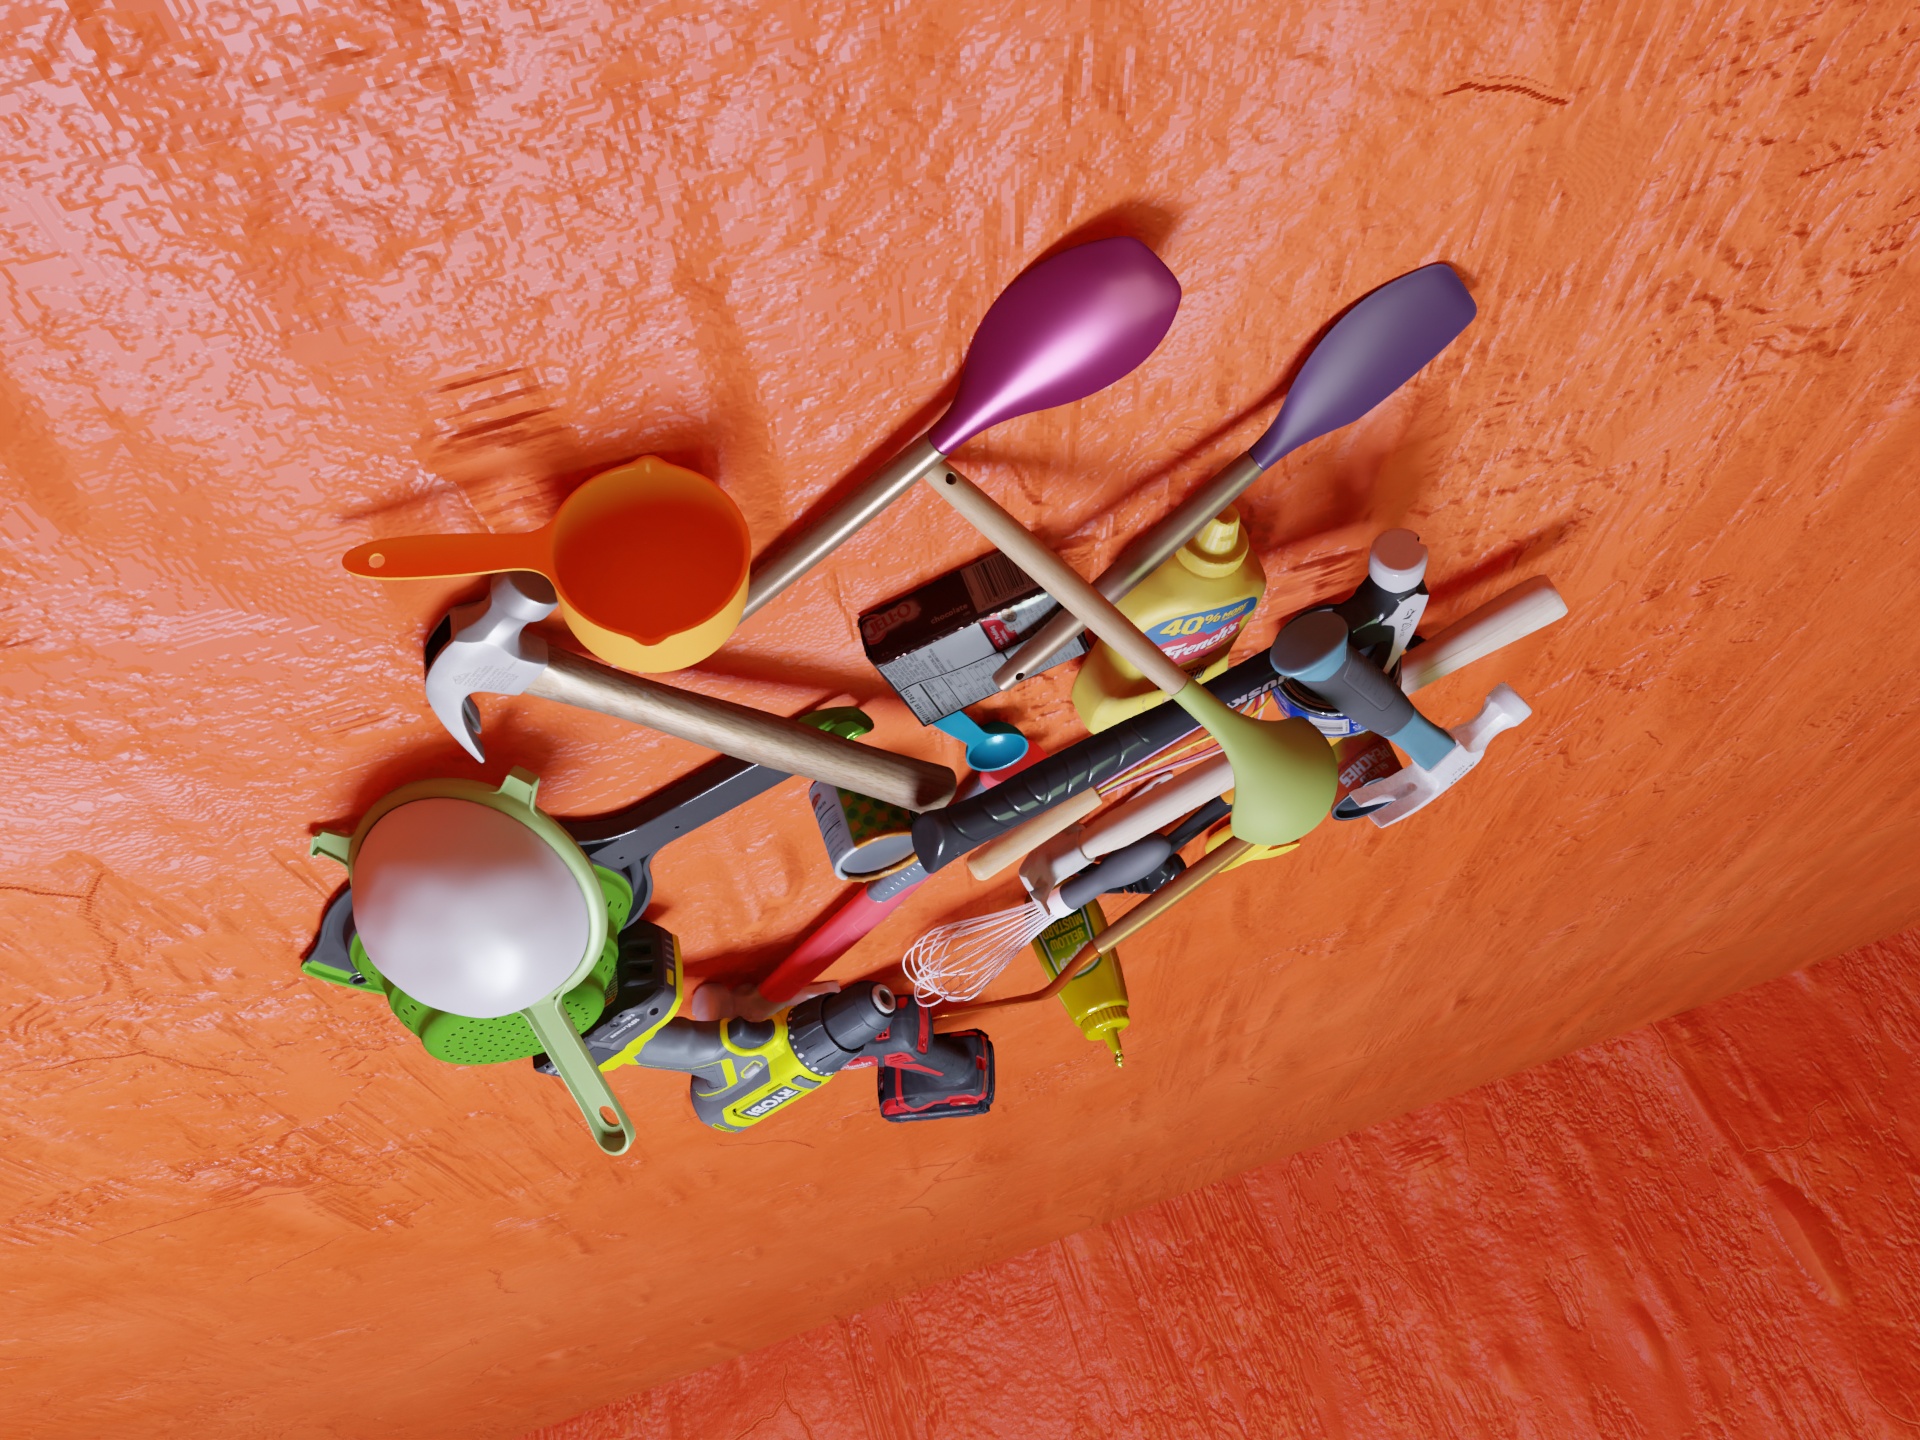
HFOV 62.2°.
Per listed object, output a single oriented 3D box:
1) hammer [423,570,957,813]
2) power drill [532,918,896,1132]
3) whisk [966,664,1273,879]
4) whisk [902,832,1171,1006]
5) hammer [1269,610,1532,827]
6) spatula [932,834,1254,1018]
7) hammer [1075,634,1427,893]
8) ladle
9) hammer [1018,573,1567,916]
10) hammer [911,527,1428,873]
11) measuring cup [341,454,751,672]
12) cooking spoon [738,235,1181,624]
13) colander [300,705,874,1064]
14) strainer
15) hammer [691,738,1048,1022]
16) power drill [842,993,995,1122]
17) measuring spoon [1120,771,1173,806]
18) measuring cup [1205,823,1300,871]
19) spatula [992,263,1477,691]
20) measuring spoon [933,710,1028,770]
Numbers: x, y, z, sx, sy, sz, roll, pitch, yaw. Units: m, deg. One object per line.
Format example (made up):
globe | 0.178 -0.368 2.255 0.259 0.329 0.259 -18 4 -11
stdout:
hammer | -0.132 0.004 0.862 0.331 0.031 0.130 20 136 -41
power drill | -0.178 0.223 1.165 0.190 0.080 0.228 -35 137 27
whisk | 0.110 0.036 1.083 0.245 0.047 0.051 -34 147 0
whisk | 0.058 0.158 1.267 0.070 0.070 0.284 10 144 -46
hammer | 0.265 -0.006 0.983 0.128 0.033 0.330 -46 149 13
spatula | 0.122 0.158 1.259 0.322 0.041 0.081 -36 167 2
hammer | 0.227 0.041 1.227 0.127 0.034 0.336 5 143 -43
ladle | 0.092 -0.036 0.847 0.320 0.062 0.078 39 81 -24
hammer | 0.223 0.016 1.101 0.410 0.038 0.146 -30 -177 15
hammer | 0.123 0.003 0.944 0.335 0.035 0.146 -27 155 -4
measuring cup | -0.179 -0.063 0.707 0.173 0.095 0.052 -3 157 -6
cooking spoon | -0.028 -0.117 0.757 0.319 0.017 0.068 -34 123 30
colander | -0.216 0.116 0.977 0.397 0.095 0.204 -28 152 13
strainer | -0.253 0.155 0.877 0.151 0.069 0.256 -16 112 19
hammer | -0.049 0.133 1.194 0.143 0.038 0.386 4 144 -42
power drill | -0.065 0.301 1.433 0.143 0.079 0.219 -11 153 20
measuring spoon | 0.114 0.074 1.233 0.124 0.018 0.034 -40 148 20
measuring cup | 0.260 0.104 1.386 0.062 0.029 0.156 -36 162 26
spatula | 0.134 -0.120 0.836 0.316 0.018 0.059 -41 130 17
measuring spoon | -0.002 -0.003 1.009 0.042 0.021 0.128 -31 142 20
